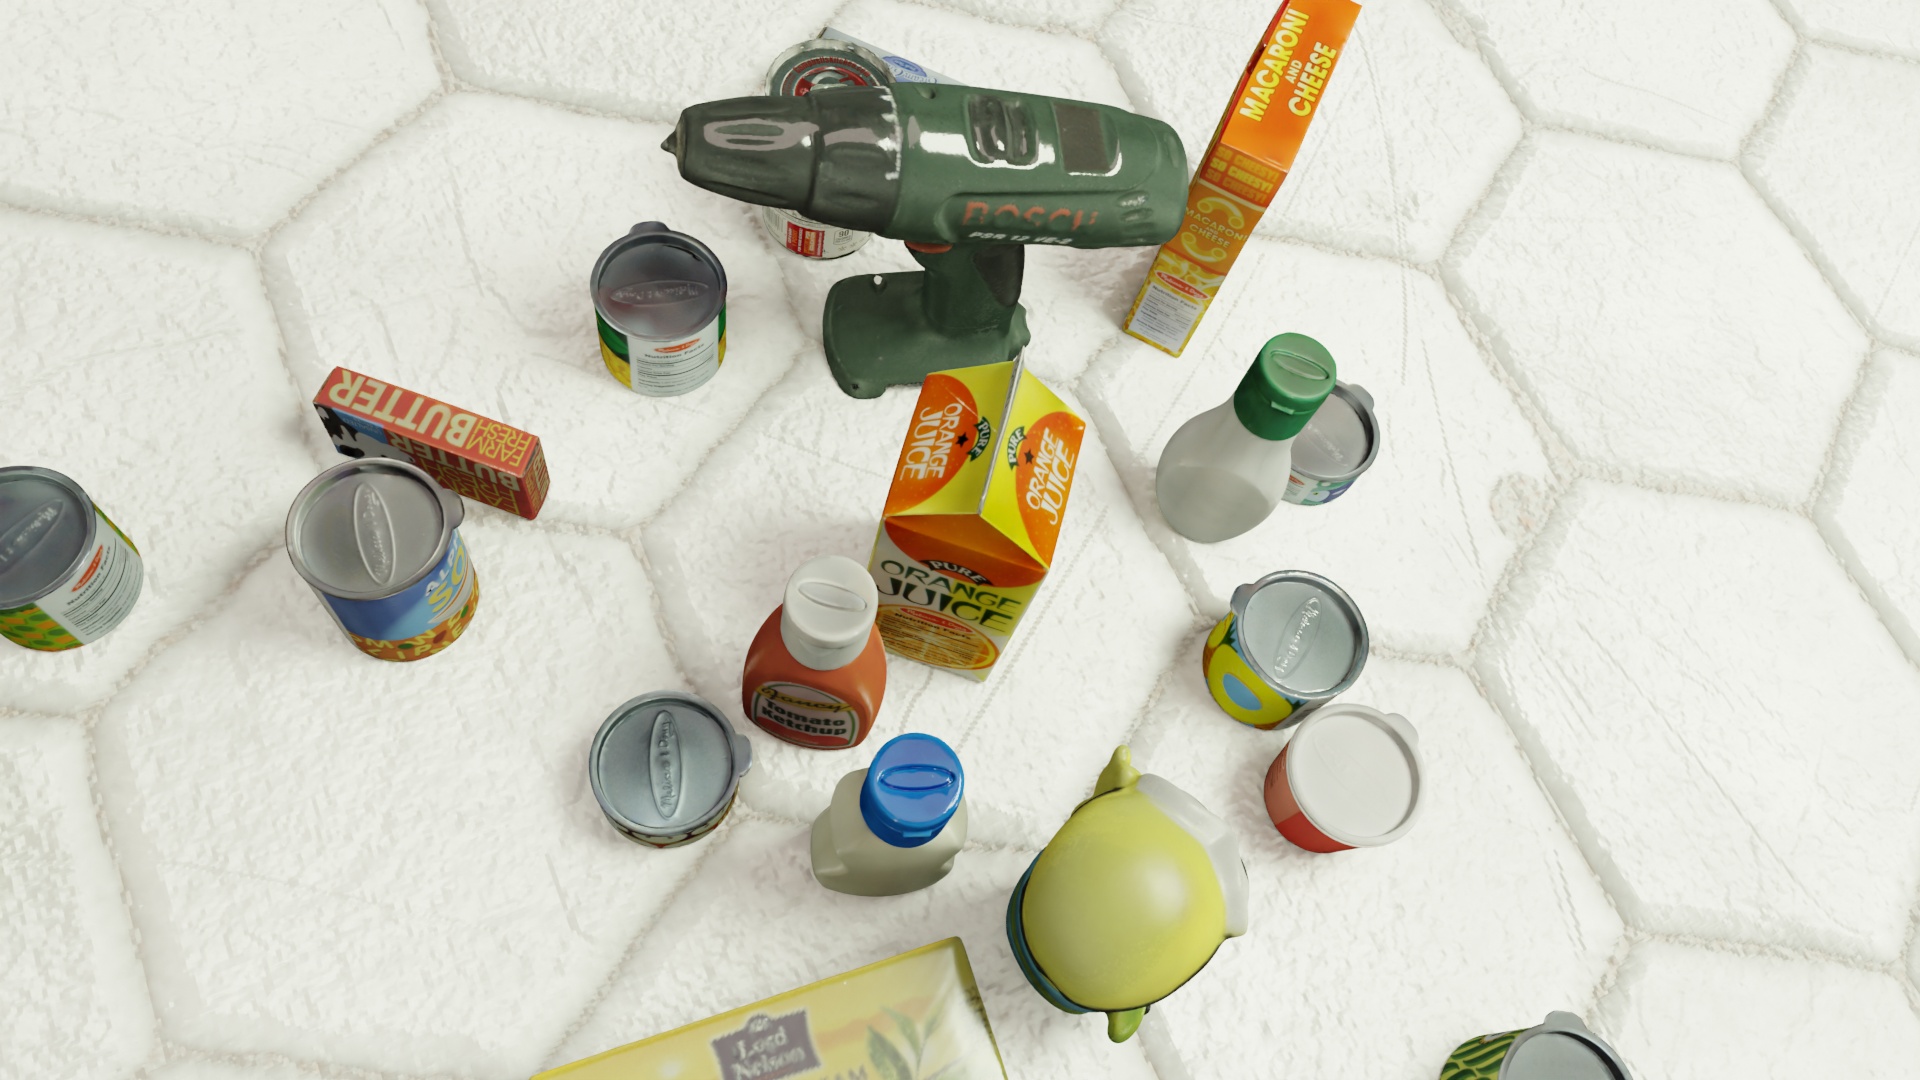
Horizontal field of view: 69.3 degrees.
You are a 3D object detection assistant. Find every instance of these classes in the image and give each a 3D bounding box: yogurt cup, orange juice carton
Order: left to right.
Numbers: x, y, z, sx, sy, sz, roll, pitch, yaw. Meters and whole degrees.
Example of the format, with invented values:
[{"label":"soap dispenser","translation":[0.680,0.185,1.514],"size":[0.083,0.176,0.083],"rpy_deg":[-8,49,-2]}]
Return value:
[{"label":"orange juice carton","translation":[0.002,-0.008,0.612],"size":[0.073,0.191,0.072],"rpy_deg":[17,65,-2]},{"label":"yogurt cup","translation":[0.180,0.117,0.663],"size":[0.072,0.053,0.072],"rpy_deg":[4,66,-8]}]

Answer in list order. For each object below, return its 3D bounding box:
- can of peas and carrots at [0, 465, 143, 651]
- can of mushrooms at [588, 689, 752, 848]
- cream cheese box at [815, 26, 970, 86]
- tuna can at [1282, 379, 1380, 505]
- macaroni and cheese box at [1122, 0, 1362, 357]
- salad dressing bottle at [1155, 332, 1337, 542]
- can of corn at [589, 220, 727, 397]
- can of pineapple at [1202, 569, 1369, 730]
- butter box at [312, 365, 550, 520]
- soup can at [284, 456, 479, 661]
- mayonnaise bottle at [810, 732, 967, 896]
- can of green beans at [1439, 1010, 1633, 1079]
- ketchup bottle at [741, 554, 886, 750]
[{"label":"can of peas and carrots","translation":[-0.406,0.008,0.608],"size":[0.071,0.058,0.071],"rpy_deg":[4,66,-8]},{"label":"can of mushrooms","translation":[-0.130,0.104,0.627],"size":[0.071,0.033,0.071],"rpy_deg":[4,66,-8]},{"label":"cream cheese box","translation":[-0.036,-0.248,0.791],"size":[0.104,0.053,0.024],"rpy_deg":[23,65,1]},{"label":"tuna can","translation":[0.192,-0.056,0.755],"size":[0.071,0.032,0.071],"rpy_deg":[4,66,-8]},{"label":"macaroni and cheese box","translation":[0.144,-0.191,0.734],"size":[0.040,0.165,0.124],"rpy_deg":[26,65,2]},{"label":"salad dressing bottle","translation":[0.139,-0.048,0.679],"size":[0.064,0.147,0.044],"rpy_deg":[23,65,1]},{"label":"can of corn","translation":[-0.153,-0.117,0.709],"size":[0.071,0.058,0.071],"rpy_deg":[4,66,-8]},{"label":"can of pineapple","translation":[0.158,0.054,0.686],"size":[0.071,0.057,0.071],"rpy_deg":[4,66,-8]},{"label":"butter box","translation":[-0.249,-0.045,0.663],"size":[0.103,0.053,0.024],"rpy_deg":[19,65,-1]},{"label":"soup can","translation":[-0.252,0.010,0.620],"size":[0.071,0.083,0.071],"rpy_deg":[4,66,-8]},{"label":"mayonnaise bottle","translation":[-0.027,0.116,0.576],"size":[0.065,0.147,0.041],"rpy_deg":[0,66,-10]},{"label":"can of green beans","translation":[0.254,0.250,0.614],"size":[0.071,0.057,0.071],"rpy_deg":[4,66,-8]},{"label":"ketchup bottle","translation":[-0.061,0.050,0.599],"size":[0.065,0.148,0.044],"rpy_deg":[15,65,-3]}]
